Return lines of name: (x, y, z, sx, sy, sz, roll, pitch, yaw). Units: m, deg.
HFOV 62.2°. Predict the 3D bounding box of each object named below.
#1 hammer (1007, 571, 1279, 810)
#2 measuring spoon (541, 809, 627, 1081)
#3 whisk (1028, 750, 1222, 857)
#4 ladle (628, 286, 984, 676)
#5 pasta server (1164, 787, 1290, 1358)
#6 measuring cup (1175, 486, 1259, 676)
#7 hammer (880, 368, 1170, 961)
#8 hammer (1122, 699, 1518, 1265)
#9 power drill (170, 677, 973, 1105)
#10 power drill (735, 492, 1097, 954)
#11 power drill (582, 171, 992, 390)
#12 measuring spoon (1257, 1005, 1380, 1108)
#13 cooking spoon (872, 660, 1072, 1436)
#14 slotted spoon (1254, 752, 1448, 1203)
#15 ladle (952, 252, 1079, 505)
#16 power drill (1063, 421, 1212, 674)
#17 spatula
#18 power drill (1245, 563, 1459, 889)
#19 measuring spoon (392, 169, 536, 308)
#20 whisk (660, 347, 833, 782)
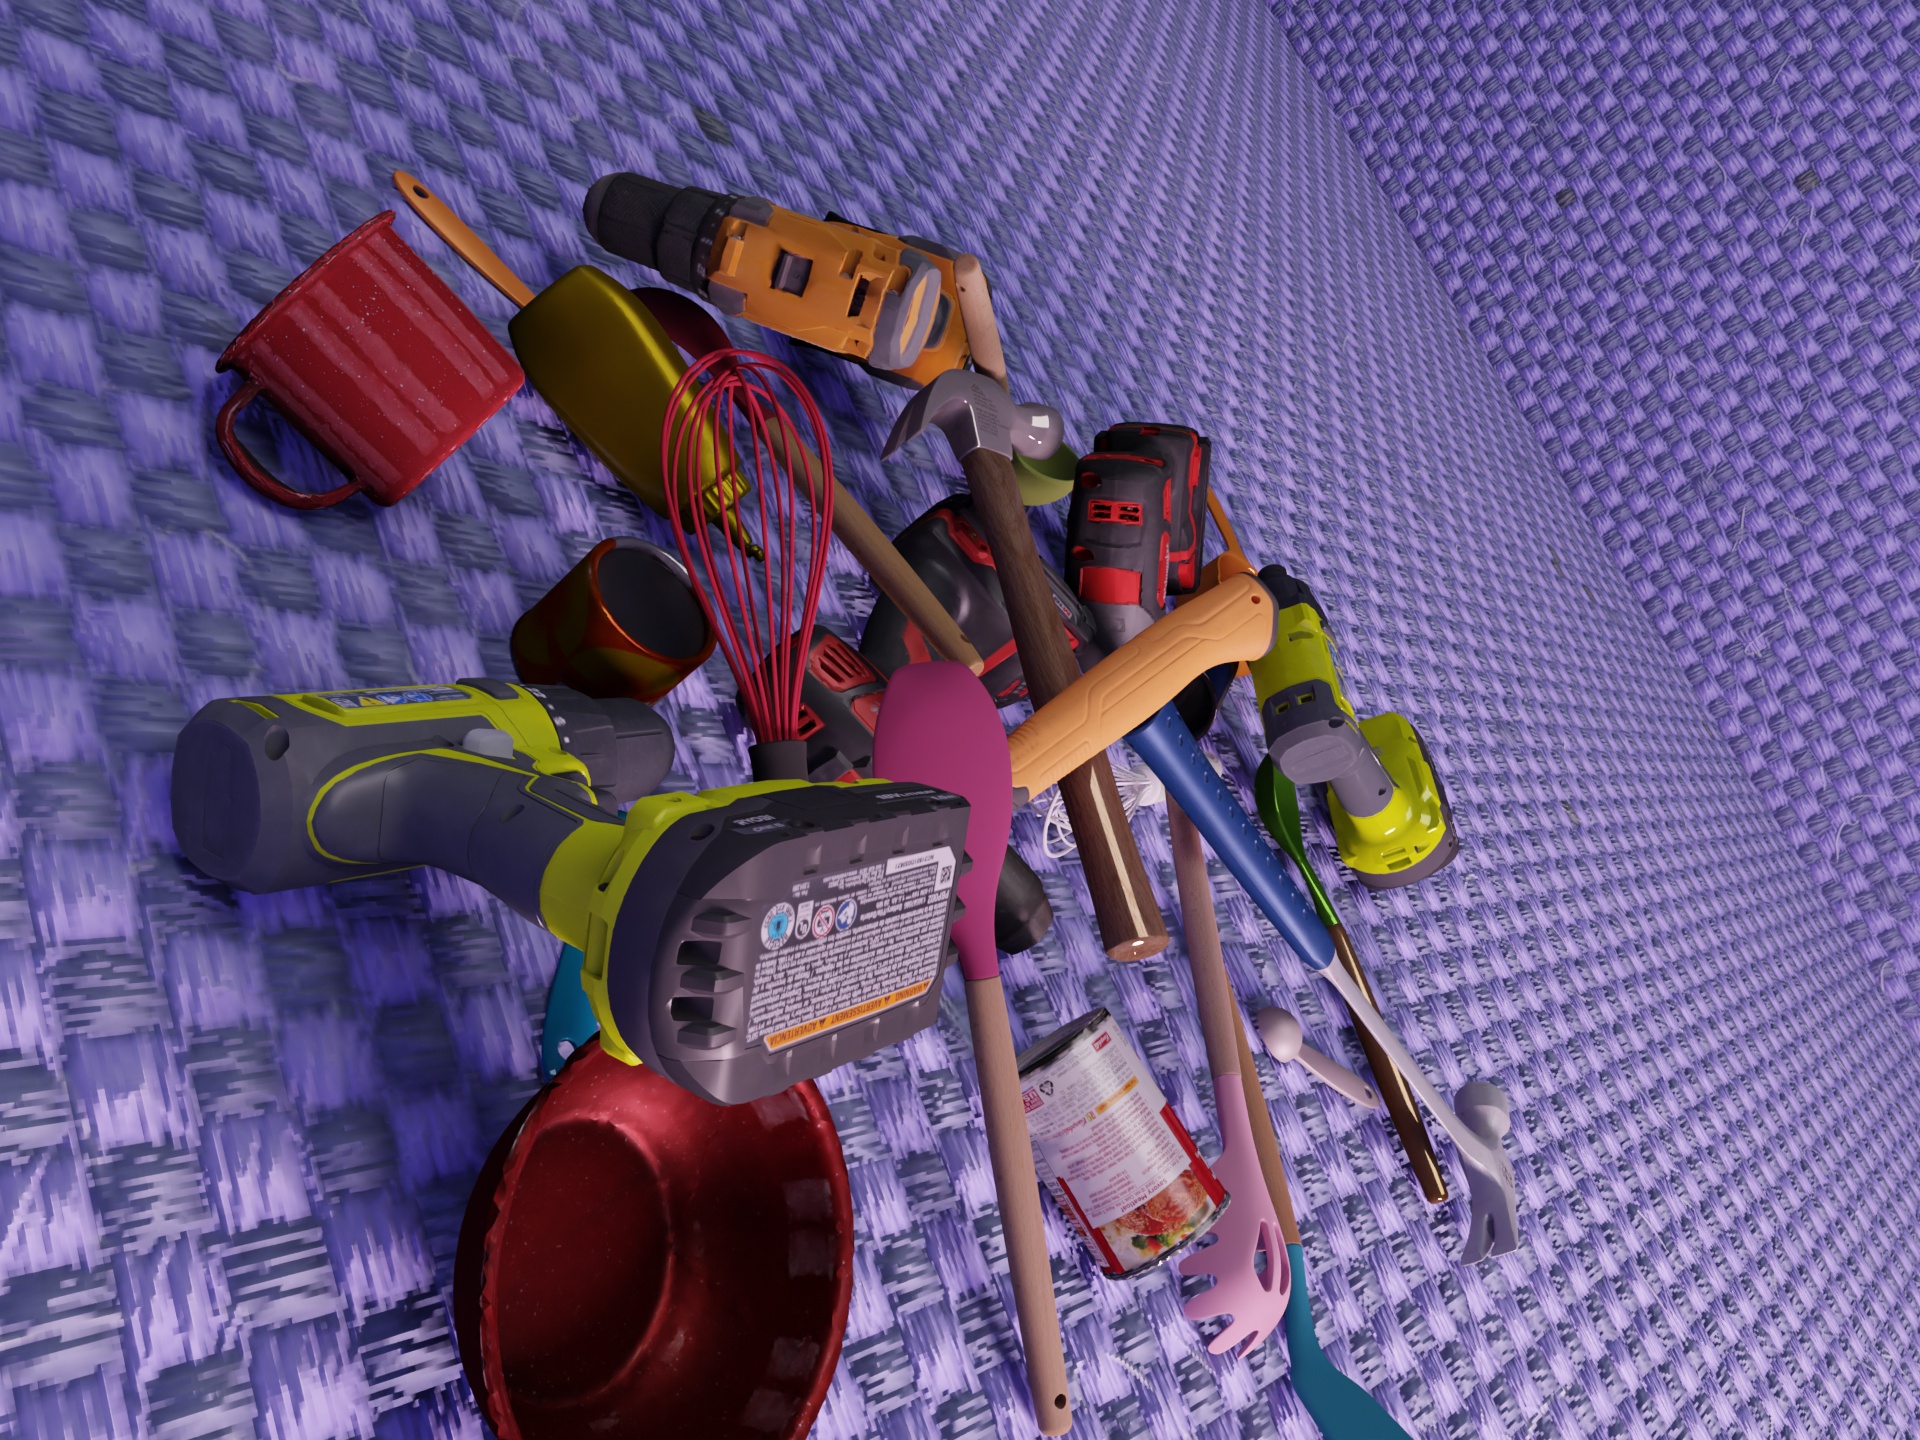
hammer: (0.024, 0.013, 0.723, 0.337, 0.034, 0.127, -34, 87, -29)
measuring spoon: (-0.136, 0.081, 0.603, 0.042, 0.021, 0.129, 35, 35, -28)
whisk: (0.105, 0.041, 0.949, 0.058, 0.059, 0.246, 22, 15, 26)
ladle: (-0.082, -0.127, 0.780, 0.069, 0.031, 0.316, 12, 32, -55)
pasta server: (0.130, 0.166, 0.839, 0.060, 0.040, 0.317, 27, 44, -37)
measuring cup: (0.191, -0.109, 1.203, 0.095, 0.052, 0.174, 21, 42, -42)
hammer: (0.041, -0.038, 0.807, 0.130, 0.031, 0.332, 9, 57, -45)
hammer: (0.216, 0.146, 0.920, 0.405, 0.035, 0.144, 51, 28, -19)
power drill: (-0.113, 0.036, 0.525, 0.190, 0.229, 0.080, -7, 109, -55)
power drill: (-0.001, -0.003, 0.819, 0.188, 0.080, 0.227, 47, 34, -11)
power drill: (-0.085, -0.243, 0.873, 0.185, 0.084, 0.226, 21, 14, 8)
measuring spoon: (0.224, 0.207, 0.968, 0.124, 0.018, 0.034, 36, 35, -31)
cooking spoon: (0.014, 0.132, 0.657, 0.068, 0.017, 0.319, -7, 85, -32)
slotted spoon: (0.251, 0.159, 1.039, 0.070, 0.031, 0.314, 37, 32, -58)
ladle: (0.028, -0.200, 0.934, 0.078, 0.062, 0.320, 38, -5, 13)
power drill: (0.106, -0.107, 0.989, 0.220, 0.078, 0.143, -56, 150, -68)
spatula: (0.175, 0.249, 0.837, 0.082, 0.044, 0.318, 22, 42, -36)
power drill: (0.265, 0.005, 1.111, 0.223, 0.080, 0.171, 46, 29, -41)
measuring spoon: (-0.232, -0.230, 0.788, 0.116, 0.011, 0.021, 44, 32, -17)
whisk: (-0.076, -0.009, 0.637, 0.073, 0.073, 0.296, 4, 75, -52)
